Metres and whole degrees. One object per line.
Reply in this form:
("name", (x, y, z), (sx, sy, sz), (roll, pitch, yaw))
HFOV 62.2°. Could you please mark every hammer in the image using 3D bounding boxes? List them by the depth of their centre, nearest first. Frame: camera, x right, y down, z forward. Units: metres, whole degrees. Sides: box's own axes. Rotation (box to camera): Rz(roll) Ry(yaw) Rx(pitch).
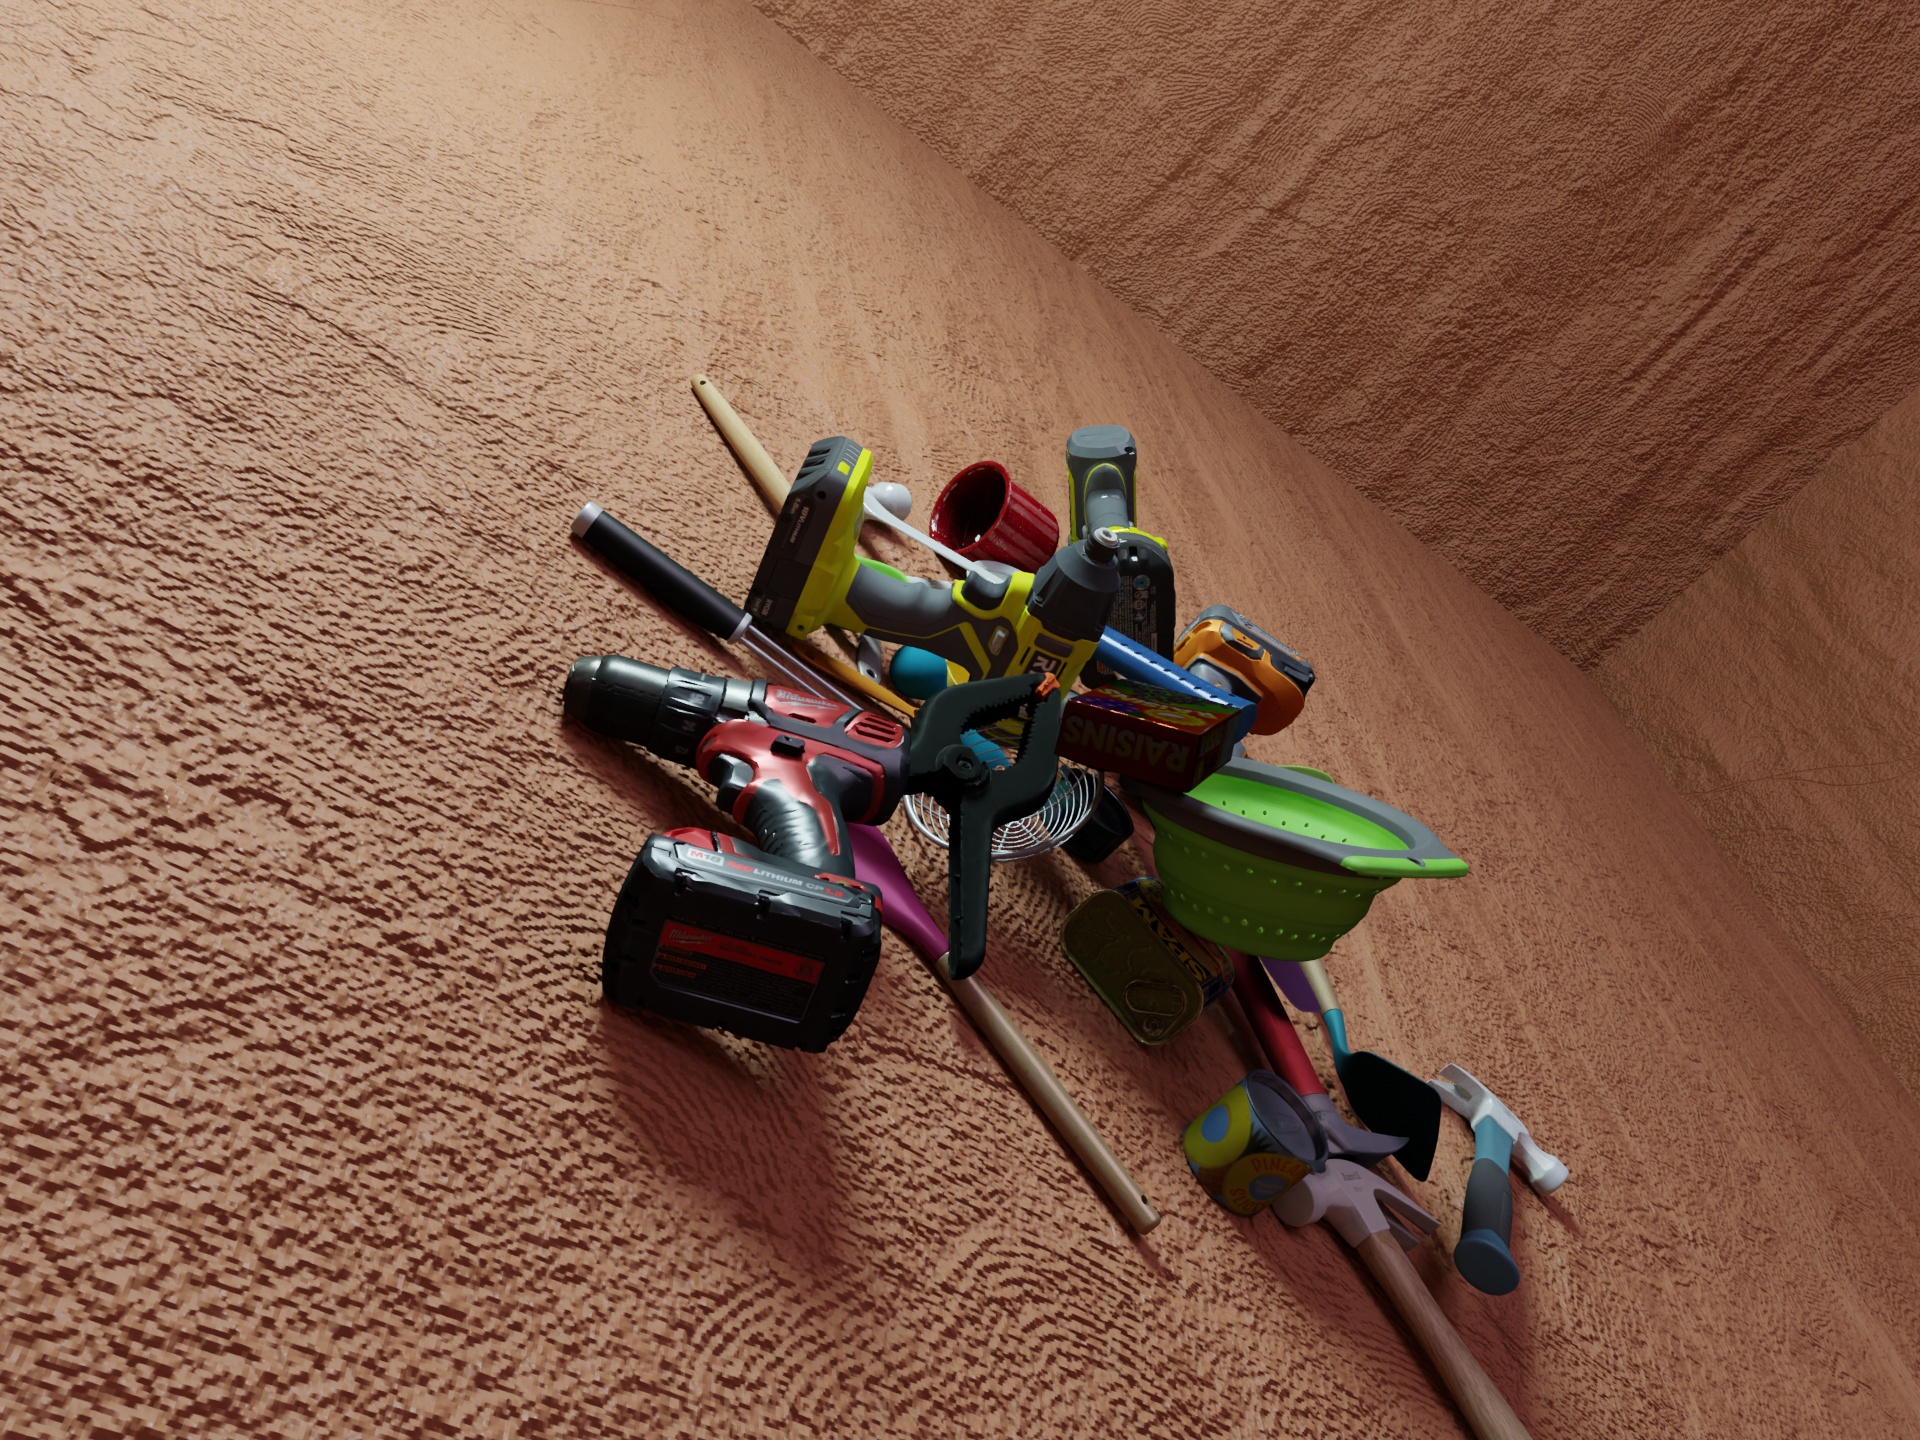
("hammer", (0.309, 0.405, 0.930), (0.130, 0.031, 0.332), (11, 39, -50))
("hammer", (0.375, 0.327, 1.122), (0.128, 0.033, 0.331), (47, 16, 12))
("hammer", (0.194, 0.144, 1.149), (0.143, 0.038, 0.387), (20, 36, -44))
("hammer", (0.043, -0.093, 1.199), (0.406, 0.035, 0.144), (33, 20, 29))

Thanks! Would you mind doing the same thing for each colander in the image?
("colander", (0.148, 0.067, 1.074), (0.204, 0.094, 0.397), (5, 15, -36))

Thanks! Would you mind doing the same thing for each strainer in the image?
("strainer", (-0.006, -0.101, 1.287), (0.258, 0.050, 0.087), (3, 41, -49))

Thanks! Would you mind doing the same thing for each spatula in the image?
("spatula", (0.178, 0.073, 1.157), (0.059, 0.018, 0.316), (18, 39, -49))
("spatula", (0.286, 0.209, 1.208), (0.044, 0.082, 0.318), (-3, 29, -4))

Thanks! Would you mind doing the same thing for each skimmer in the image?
("skimmer", (-0.077, -0.035, 0.994), (0.363, 0.090, 0.127), (36, 51, -11))

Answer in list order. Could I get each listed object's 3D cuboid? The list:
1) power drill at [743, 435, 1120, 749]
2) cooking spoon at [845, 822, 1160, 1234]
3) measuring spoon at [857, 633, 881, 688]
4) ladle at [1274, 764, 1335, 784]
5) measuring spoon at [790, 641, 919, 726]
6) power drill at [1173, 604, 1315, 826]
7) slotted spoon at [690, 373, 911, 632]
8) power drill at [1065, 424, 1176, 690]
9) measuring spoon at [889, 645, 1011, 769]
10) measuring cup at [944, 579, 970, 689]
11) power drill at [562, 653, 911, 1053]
("power drill", (-0.015, -0.090, 1.047), (0.223, 0.171, 0.080), (23, 37, -7))
("cooking spoon", (0.007, 0.153, 0.895), (0.319, 0.017, 0.068), (51, 26, 19))
("measuring spoon", (-0.061, -0.060, 1.153), (0.034, 0.018, 0.124), (34, 25, -20))
("ladle", (0.203, -0.003, 1.431), (0.320, 0.062, 0.078), (34, 16, -14))
("measuring spoon", (-0.068, -0.021, 1.091), (0.116, 0.011, 0.021), (30, 28, -20))
("power drill", (0.234, 0.019, 1.345), (0.164, 0.084, 0.227), (33, 42, -7))
("slotted spoon", (-0.131, -0.168, 1.206), (0.070, 0.031, 0.314), (-26, 58, -18))
("power drill", (0.128, -0.122, 1.346), (0.080, 0.190, 0.229), (-4, 32, 2))
("measuring spoon", (-0.002, -0.004, 1.126), (0.128, 0.042, 0.021), (51, -10, 3))
("measuring cup", (-0.001, -0.053, 1.209), (0.062, 0.029, 0.157), (29, 31, -27))
("power drill", (-0.119, 0.046, 0.786), (0.188, 0.080, 0.227), (17, 28, -10))
